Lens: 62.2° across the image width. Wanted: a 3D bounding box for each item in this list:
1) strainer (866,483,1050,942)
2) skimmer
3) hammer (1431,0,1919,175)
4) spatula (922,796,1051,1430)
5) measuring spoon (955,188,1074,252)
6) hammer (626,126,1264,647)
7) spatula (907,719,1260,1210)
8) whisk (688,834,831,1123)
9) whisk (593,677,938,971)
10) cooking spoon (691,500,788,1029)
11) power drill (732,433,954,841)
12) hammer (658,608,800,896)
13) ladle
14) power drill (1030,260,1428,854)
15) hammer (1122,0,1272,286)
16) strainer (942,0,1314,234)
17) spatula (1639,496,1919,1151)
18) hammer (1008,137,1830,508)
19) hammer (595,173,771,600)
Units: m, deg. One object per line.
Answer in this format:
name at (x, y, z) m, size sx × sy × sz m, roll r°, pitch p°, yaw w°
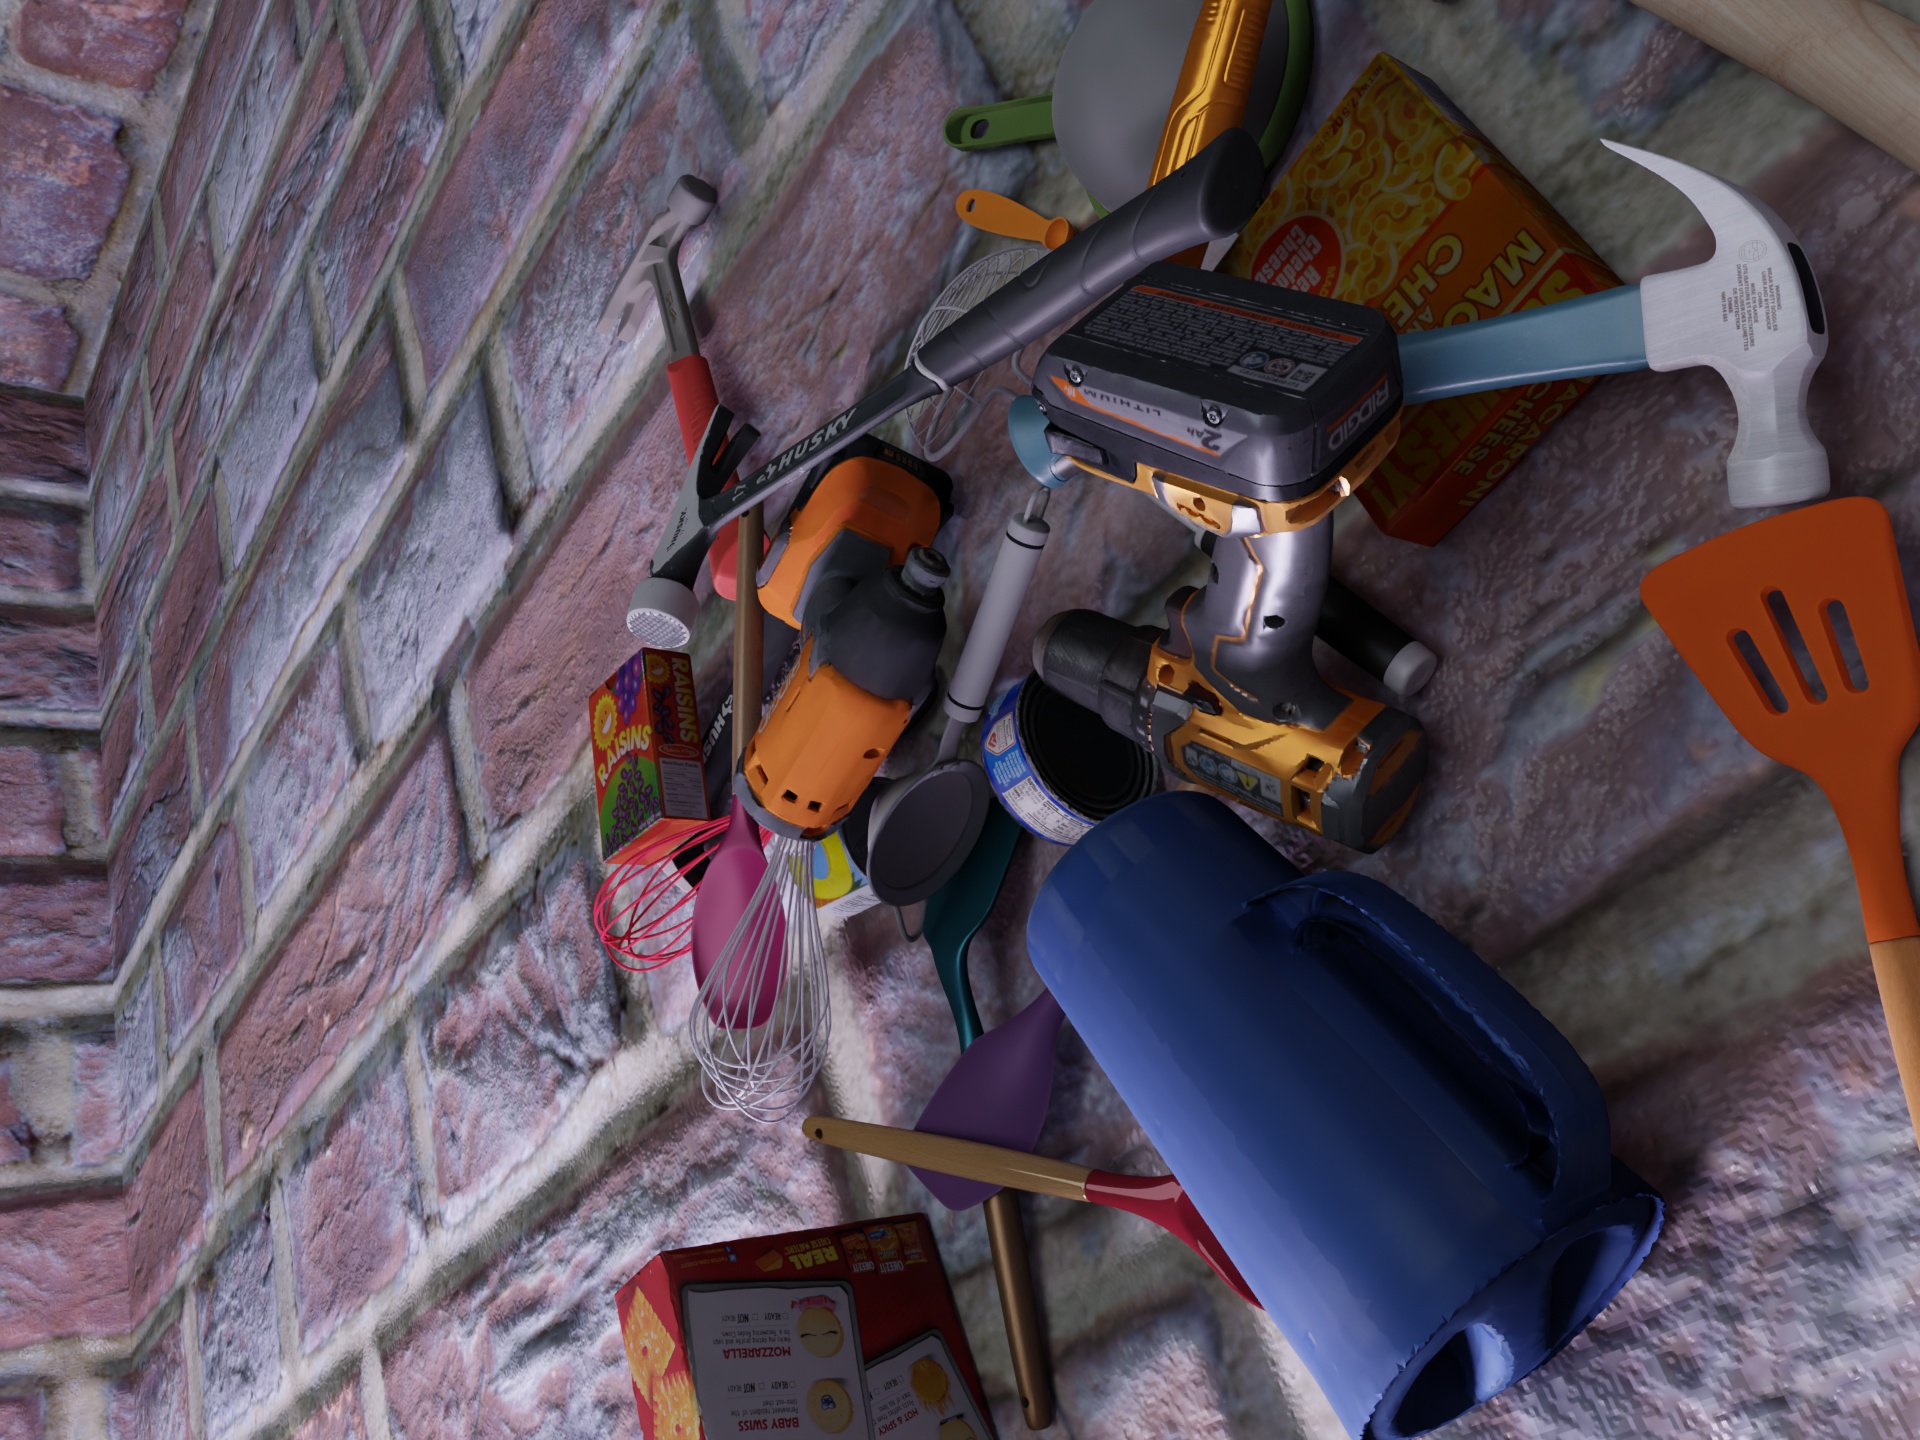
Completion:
strainer at (-0.001, -0.003, 0.787) m, size 0.050 × 0.087 × 0.258 m, roll 39°, pitch 124°, yaw 30°
skimmer at (0.094, -0.119, 0.770) m, size 0.364 × 0.090 × 0.127 m, roll 43°, pitch 107°, yaw 33°
hammer at (0.300, -0.230, 0.529) m, size 0.146 × 0.038 × 0.411 m, roll -54°, pitch 48°, yaw 30°
spatula at (0.022, 0.197, 0.825) m, size 0.082 × 0.044 × 0.318 m, roll -21°, pitch 74°, yaw 47°
measuring spoon at (0.030, -0.278, 0.886) m, size 0.117 × 0.011 × 0.021 m, roll 40°, pitch 114°, yaw 49°
hammer at (-0.024, -0.163, 0.766) m, size 0.409 × 0.036 × 0.149 m, roll -23°, pitch 44°, yaw 42°
spatula at (0.063, 0.114, 0.764) m, size 0.060 × 0.018 × 0.316 m, roll 40°, pitch 110°, yaw 26°
whisk at (-0.087, 0.080, 0.814) m, size 0.070 × 0.070 × 0.285 m, roll -48°, pitch 23°, yaw 36°
whisk at (-0.122, 0.060, 0.959) m, size 0.296 × 0.073 × 0.073 m, roll -39°, pitch 55°, yaw 23°
cooking spoon at (-0.125, 0.018, 0.929) m, size 0.069 × 0.017 × 0.319 m, roll -8°, pitch 75°, yaw 29°
power drill at (-0.053, -0.064, 0.834) m, size 0.164 × 0.084 × 0.227 m, roll -56°, pitch 20°, yaw 30°
hammer at (-0.127, -0.034, 1.024) m, size 0.146 × 0.035 × 0.334 m, roll 54°, pitch 125°, yaw 40°
ladle at (0.041, 0.217, 0.751) m, size 0.315 × 0.031 × 0.069 m, roll 0°, pitch 91°, yaw 39°
power drill at (0.091, -0.061, 0.632) m, size 0.185 × 0.084 × 0.226 m, roll 26°, pitch 147°, yaw 37°
hammer at (0.110, -0.305, 0.688) m, size 0.127 × 0.034 × 0.336 m, roll 21°, pitch 106°, yaw 30°
strainer at (0.058, -0.321, 0.807) m, size 0.256 × 0.069 × 0.151 m, roll 15°, pitch 97°, yaw 49°
spatula at (0.292, 0.093, 0.493) m, size 0.081 × 0.041 × 0.323 m, roll -23°, pitch 69°, yaw 46°
hammer at (0.151, -0.131, 0.617) m, size 0.331 × 0.033 × 0.128 m, roll -2°, pitch 96°, yaw 43°
hammer at (-0.187, -0.215, 1.091) m, size 0.149 × 0.036 × 0.359 m, roll -49°, pitch 44°, yaw 35°
